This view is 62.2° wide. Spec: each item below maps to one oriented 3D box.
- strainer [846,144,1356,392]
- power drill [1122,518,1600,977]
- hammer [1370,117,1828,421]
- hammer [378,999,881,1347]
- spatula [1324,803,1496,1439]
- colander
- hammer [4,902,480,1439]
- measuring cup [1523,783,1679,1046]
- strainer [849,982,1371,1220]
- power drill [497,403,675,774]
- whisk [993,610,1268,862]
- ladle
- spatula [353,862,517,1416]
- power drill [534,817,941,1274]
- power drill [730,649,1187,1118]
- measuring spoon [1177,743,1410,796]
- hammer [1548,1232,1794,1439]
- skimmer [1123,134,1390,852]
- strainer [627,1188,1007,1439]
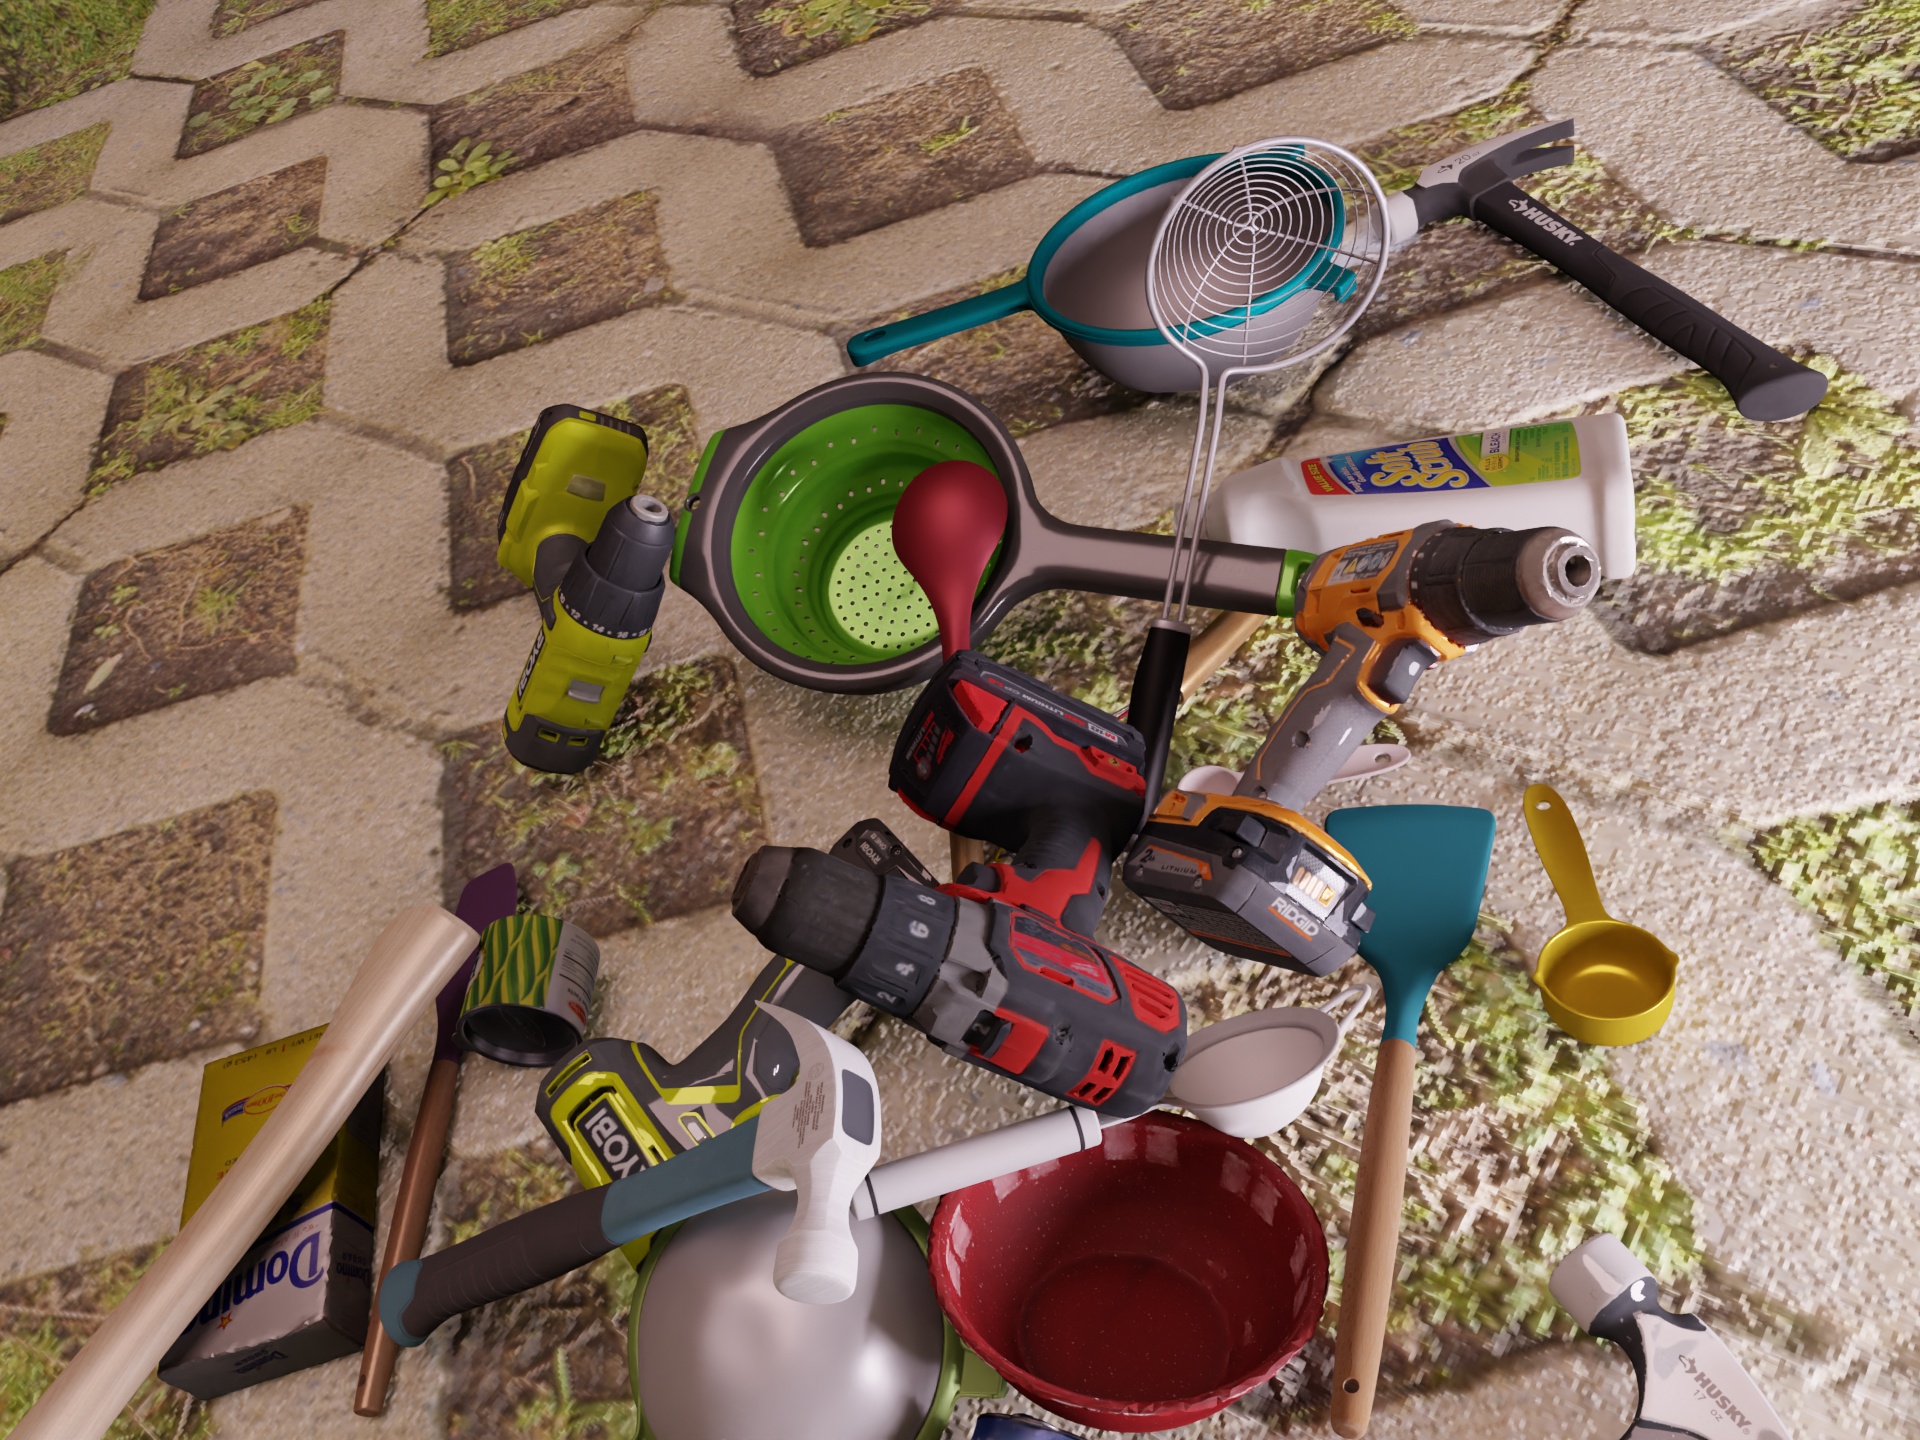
[{"bbox_3d":[0.096,-0.269,1.080,0.340,0.095,0.211,-14,44,12],"label":"strainer"},{"bbox_3d":[0.187,0.003,0.739,0.226,0.084,0.185,-57,16,-12],"label":"power drill"},{"bbox_3d":[0.415,-0.287,1.011,0.146,0.035,0.335,-29,47,-3],"label":"hammer"},{"bbox_3d":[-0.155,0.216,0.684,0.331,0.033,0.128,-30,37,34],"label":"hammer"},{"bbox_3d":[0.182,0.153,0.684,0.082,0.044,0.318,-1,36,22],"label":"spatula"},{"bbox_3d":[0.029,-0.087,0.942,0.397,0.094,0.205,9,74,18],"label":"colander"},{"bbox_3d":[-0.365,0.268,0.767,0.146,0.038,0.411,18,62,32],"label":"hammer"},{"bbox_3d":[0.289,0.088,0.746,0.062,0.029,0.157,-11,36,12],"label":"measuring cup"},{"bbox_3d":[0.060,0.170,0.673,0.258,0.050,0.087,-15,8,-10],"label":"strainer"},{"bbox_3d":[-0.239,-0.104,1.017,0.080,0.190,0.229,14,34,-27],"label":"power drill"},{"bbox_3d":[0.103,-0.004,0.879,0.245,0.047,0.051,-43,46,-22],"label":"whisk"},{"bbox_3d":[-0.001,-0.003,0.855,0.069,0.031,0.316,-9,71,17],"label":"ladle"},{"bbox_3d":[-0.281,0.208,0.856,0.060,0.018,0.316,-25,44,26],"label":"spatula"},{"bbox_3d":[-0.075,0.171,0.759,0.223,0.080,0.171,-43,60,-4],"label":"power drill"},{"bbox_3d":[0.003,0.059,0.696,0.188,0.080,0.227,25,28,-11],"label":"power drill"},{"bbox_3d":[0.176,0.033,0.842,0.124,0.018,0.034,-11,47,2],"label":"measuring spoon"},{"bbox_3d":[0.128,0.358,0.561,0.409,0.036,0.149,-33,48,-8],"label":"hammer"},{"bbox_3d":[0.131,-0.108,0.813,0.090,0.127,0.363,-172,93,-71],"label":"skimmer"},{"bbox_3d":[-0.118,0.290,0.653,0.256,0.069,0.152,-41,69,-3],"label":"strainer"}]
